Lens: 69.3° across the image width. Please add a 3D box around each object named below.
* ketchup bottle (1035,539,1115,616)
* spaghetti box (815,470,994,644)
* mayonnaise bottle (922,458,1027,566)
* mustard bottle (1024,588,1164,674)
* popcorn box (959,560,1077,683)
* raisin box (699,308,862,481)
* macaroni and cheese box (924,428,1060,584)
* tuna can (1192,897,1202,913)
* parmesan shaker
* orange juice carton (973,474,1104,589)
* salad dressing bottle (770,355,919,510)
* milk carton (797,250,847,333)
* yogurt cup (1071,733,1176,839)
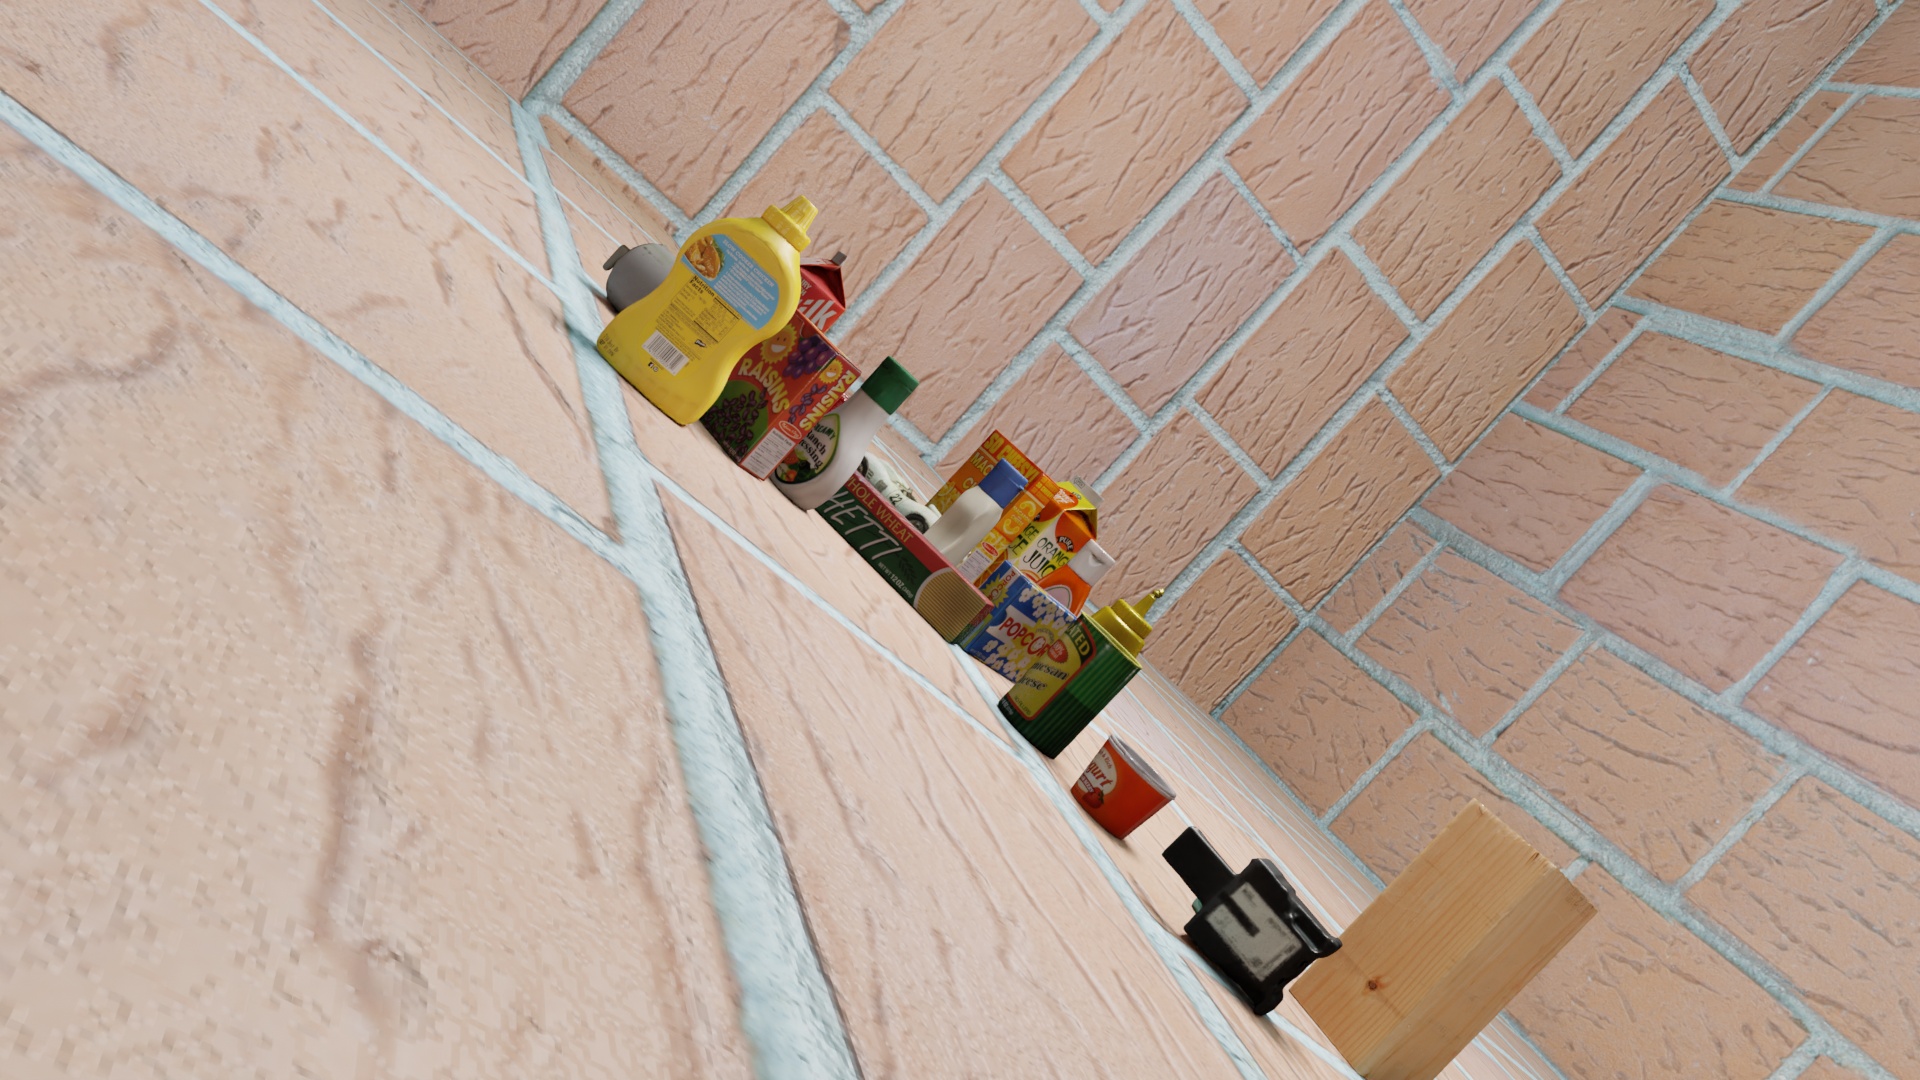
[{"bbox_3d":[0.100,0.064,1.465,0.065,0.148,0.043,43,3,1],"label":"ketchup bottle"},{"bbox_3d":[-0.075,-0.010,1.238,0.250,0.050,0.028,44,4,15],"label":"spaghetti box"},{"bbox_3d":[0.005,-0.018,1.396,0.041,0.148,0.064,45,4,22],"label":"mayonnaise bottle"},{"bbox_3d":[0.116,0.097,1.191,0.065,0.160,0.049,43,3,4],"label":"mustard bottle"},{"bbox_3d":[0.051,0.080,1.284,0.038,0.085,0.126,46,5,37],"label":"popcorn box"},{"bbox_3d":[-0.152,-0.123,1.144,0.086,0.123,0.040,46,4,39],"label":"raisin box"},{"bbox_3d":[0.023,-0.035,1.620,0.040,0.166,0.124,40,5,-40],"label":"macaroni and cheese box"},{"bbox_3d":[0.207,0.284,1.038,0.071,0.033,0.071,43,4,-3],"label":"tuna can"},{"bbox_3d":[0.088,0.118,1.116,0.071,0.103,0.071,43,4,-3],"label":"parmesan shaker"},{"bbox_3d":[0.089,0.006,1.650,0.073,0.192,0.072,41,4,-37],"label":"orange juice carton"},{"bbox_3d":[-0.098,-0.093,1.188,0.064,0.147,0.044,46,5,40],"label":"salad dressing bottle"},{"bbox_3d":[-0.188,-0.235,1.480,0.073,0.190,0.072,42,4,-21],"label":"milk carton"},{"bbox_3d":[0.121,0.188,1.052,0.072,0.054,0.072,43,4,-3],"label":"yogurt cup"}]
